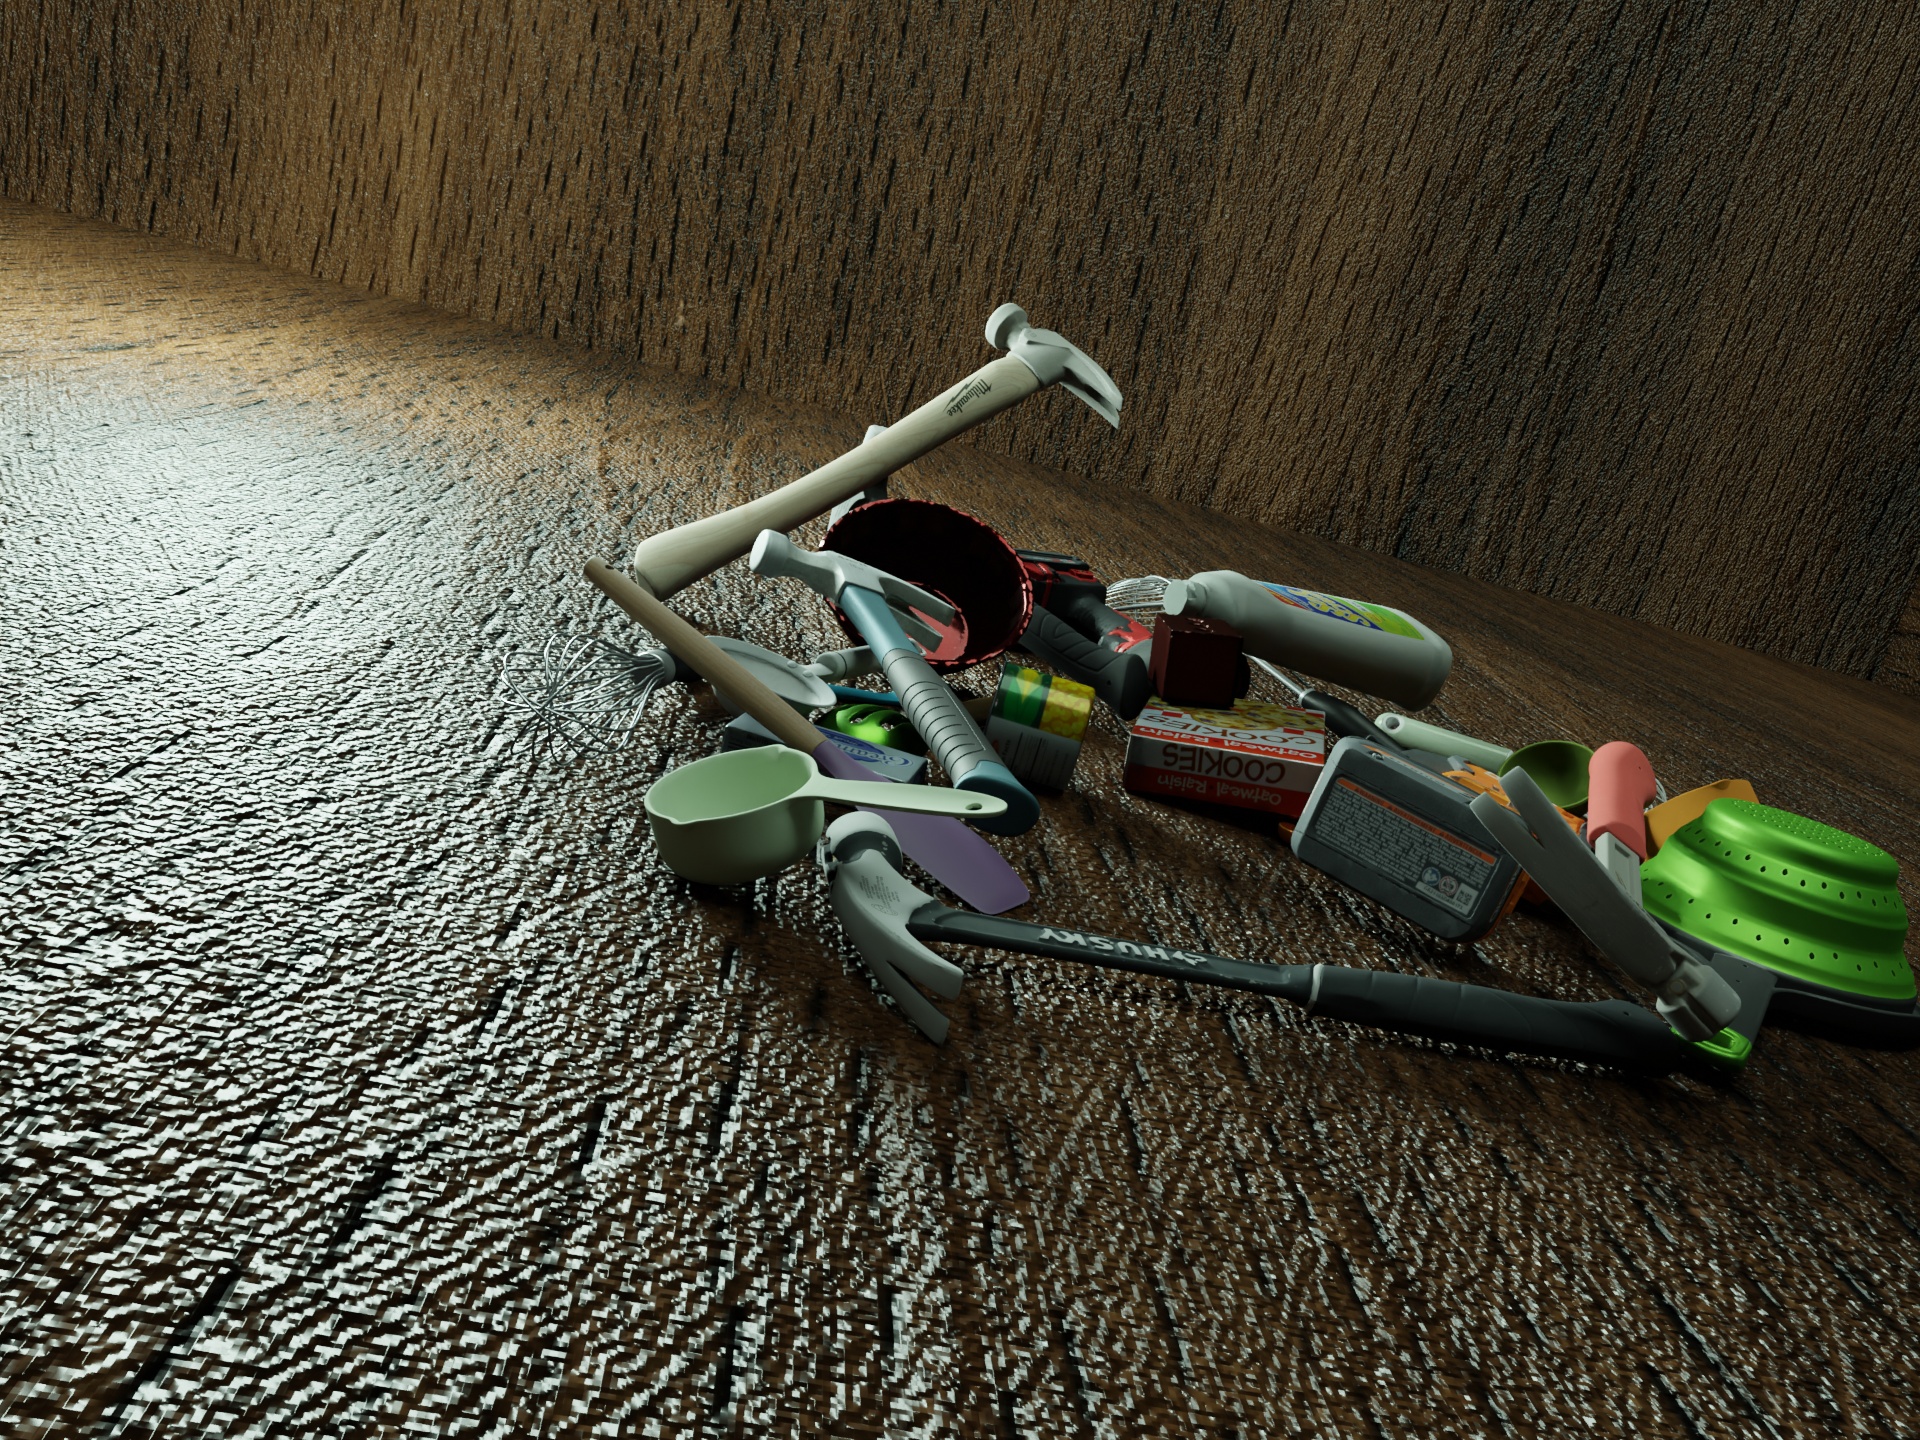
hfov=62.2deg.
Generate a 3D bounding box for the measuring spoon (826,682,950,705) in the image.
[{"bbox_3d":[-0.058,-0.024,1.051,0.128,0.021,0.042,7,16,-33],"label":"measuring spoon"}]

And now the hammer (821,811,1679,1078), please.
[{"bbox_3d":[0.143,0.117,0.708,0.408,0.036,0.149,12,17,-15],"label":"hammer"}]

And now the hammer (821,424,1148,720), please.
[{"bbox_3d":[0.014,-0.094,1.228,0.335,0.146,0.035,37,23,33],"label":"hammer"}]

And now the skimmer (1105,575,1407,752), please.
[{"bbox_3d":[0.240,-0.024,1.347,0.127,0.090,0.364,7,26,-42],"label":"skimmer"}]

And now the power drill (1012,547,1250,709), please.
[{"bbox_3d":[0.114,-0.067,1.293,0.143,0.078,0.220,0,24,-45],"label":"power drill"}]

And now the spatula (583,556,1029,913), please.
[{"bbox_3d":[-0.089,0.001,0.822,0.316,0.018,0.059,37,25,23],"label":"spatula"}]

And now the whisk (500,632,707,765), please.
[{"bbox_3d":[-0.180,-0.025,0.872,0.070,0.070,0.284,16,10,4],"label":"whisk"}]

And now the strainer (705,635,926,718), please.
[{"bbox_3d":[-0.084,-0.029,0.982,0.087,0.050,0.258,31,21,20],"label":"strainer"}]

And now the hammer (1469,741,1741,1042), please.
[{"bbox_3d":[0.360,0.055,0.888,0.149,0.036,0.359,49,24,7],"label":"hammer"}]

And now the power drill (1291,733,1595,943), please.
[{"bbox_3d":[0.282,0.060,0.950,0.164,0.084,0.226,30,15,30],"label":"power drill"}]

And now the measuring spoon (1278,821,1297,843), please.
[{"bbox_3d":[0.236,0.091,0.955,0.021,0.011,0.117,3,22,-46],"label":"measuring spoon"}]

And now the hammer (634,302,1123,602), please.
[{"bbox_3d":[-0.064,-0.193,1.222,0.410,0.038,0.146,-33,61,-23],"label":"hammer"}]

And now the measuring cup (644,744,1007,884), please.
[{"bbox_3d":[-0.056,0.045,0.677,0.167,0.038,0.083,3,24,24],"label":"measuring cup"}]

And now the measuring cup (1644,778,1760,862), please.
[{"bbox_3d":[0.482,0.093,1.107,0.173,0.095,0.052,-13,65,-14],"label":"measuring cup"}]

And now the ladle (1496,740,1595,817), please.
[{"bbox_3d":[0.352,0.045,1.150,0.320,0.062,0.078,1,21,-35],"label":"ladle"}]

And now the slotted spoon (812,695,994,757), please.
[{"bbox_3d":[-0.002,-0.003,1.027,0.070,0.031,0.313,19,13,23],"label":"slotted spoon"}]

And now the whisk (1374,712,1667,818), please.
[{"bbox_3d":[0.461,0.039,1.319,0.246,0.058,0.059,20,-20,28],"label":"whisk"}]

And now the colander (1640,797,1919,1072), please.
[{"bbox_3d":[0.461,0.113,0.910,0.205,0.094,0.397,23,15,28],"label":"colander"}]

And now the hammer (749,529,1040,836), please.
[{"bbox_3d":[-0.031,-0.027,0.936,0.128,0.033,0.331,17,20,-27],"label":"hammer"}]
